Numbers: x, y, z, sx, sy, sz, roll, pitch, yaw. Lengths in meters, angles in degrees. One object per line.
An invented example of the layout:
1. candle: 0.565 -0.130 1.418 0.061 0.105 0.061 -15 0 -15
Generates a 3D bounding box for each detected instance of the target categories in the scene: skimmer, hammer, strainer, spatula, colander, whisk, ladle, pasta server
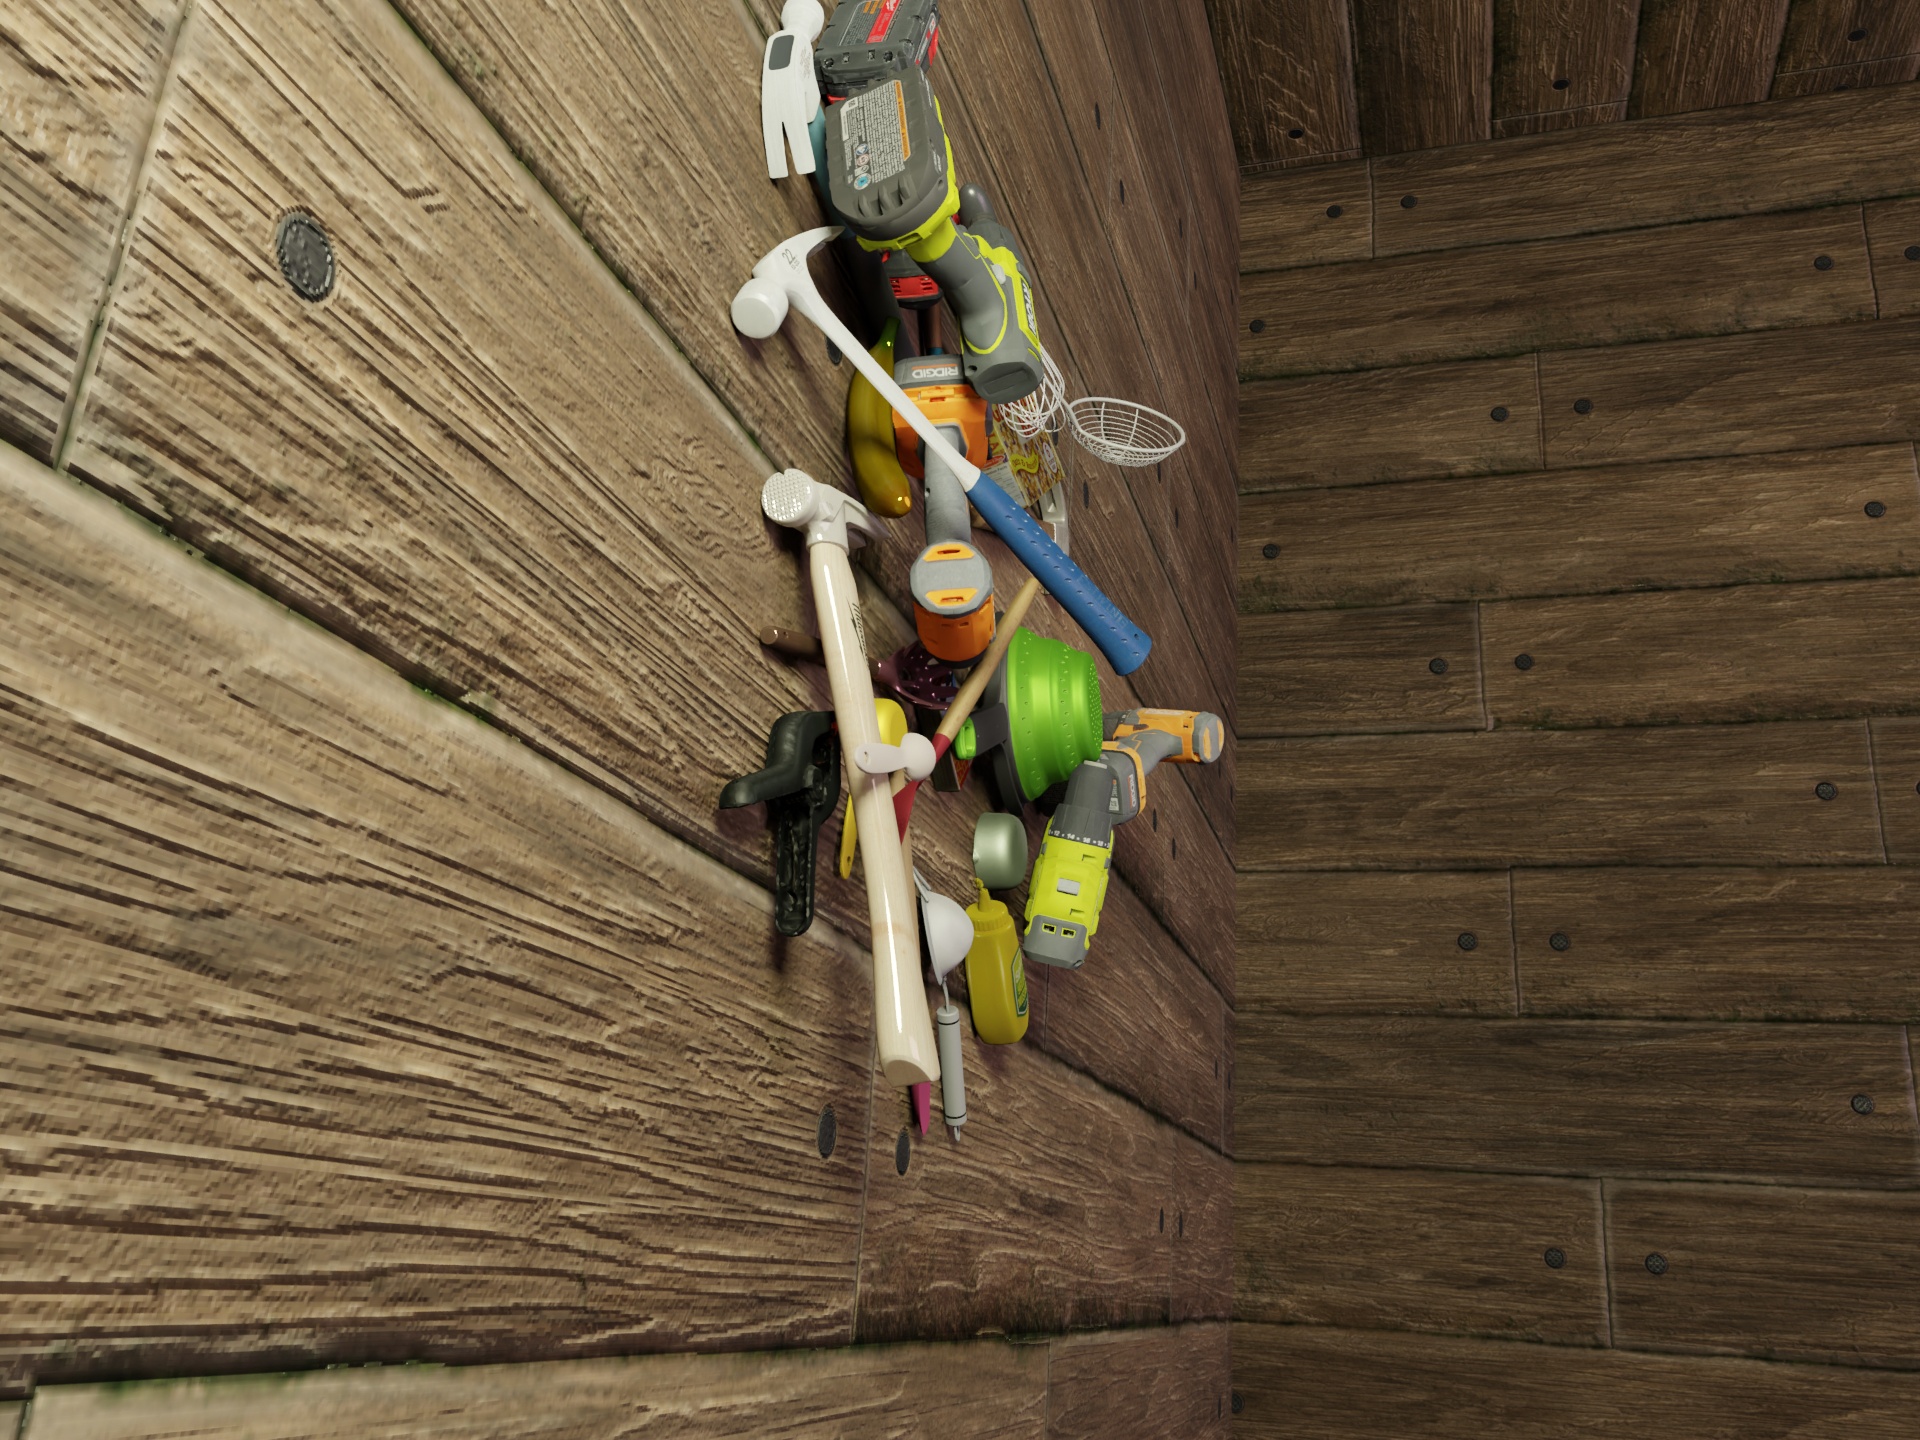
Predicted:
1. skimmer: 0.103 -0.363 1.580 0.362 0.090 0.127 38 9 -47
2. hammer: 0.003 -0.185 1.148 0.405 0.035 0.144 45 38 -23
3. strainer: -0.009 0.243 1.354 0.087 0.050 0.258 -85 171 -73
4. hammer: 0.063 -0.205 1.653 0.331 0.031 0.130 -2 90 -72
5. hammer: -0.080 -0.367 1.214 0.330 0.033 0.128 65 27 -51
6. spatula: -0.015 -0.355 1.404 0.082 0.044 0.317 -13 99 -69
7. colander: 0.072 -0.002 1.489 0.397 0.094 0.204 -24 109 -77
8. whisk: 0.040 -0.354 1.394 0.284 0.070 0.070 65 28 -53
9. ladle: -0.002 -0.004 1.280 0.316 0.031 0.069 -61 -178 -33
10. pasta server: -0.070 -0.045 1.195 0.316 0.040 0.060 15 61 -71
11. hammer: -0.059 0.039 1.084 0.146 0.038 0.411 20 58 -68

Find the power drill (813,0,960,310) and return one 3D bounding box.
1. power drill: -0.044 -0.458 1.276 0.219 0.078 0.143 74 23 -47

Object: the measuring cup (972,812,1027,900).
1. measuring cup: 0.044 0.171 1.529 0.083 0.038 0.167 -9 95 -73

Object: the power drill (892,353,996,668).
1. power drill: -0.010 -0.156 1.267 0.164 0.084 0.227 83 2 -69

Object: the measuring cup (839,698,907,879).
1. measuring cup: -0.066 0.051 1.204 0.062 0.029 0.157 65 27 -51

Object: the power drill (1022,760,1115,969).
1. power drill: 0.111 0.140 1.559 0.228 0.080 0.190 55 48 -83

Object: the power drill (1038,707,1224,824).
1. power drill: 0.168 0.040 1.791 0.226 0.185 0.084 -28 116 -50

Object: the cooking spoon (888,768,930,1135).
1. cooking spoon: -0.042 0.179 1.287 0.069 0.017 0.319 -47 134 -79

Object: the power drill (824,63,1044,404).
1. power drill: -0.011 -0.360 1.169 0.223 0.080 0.171 42 35 -54

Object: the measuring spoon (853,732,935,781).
1. measuring spoon: -0.041 0.024 1.060 0.124 0.018 0.034 1 76 -71
